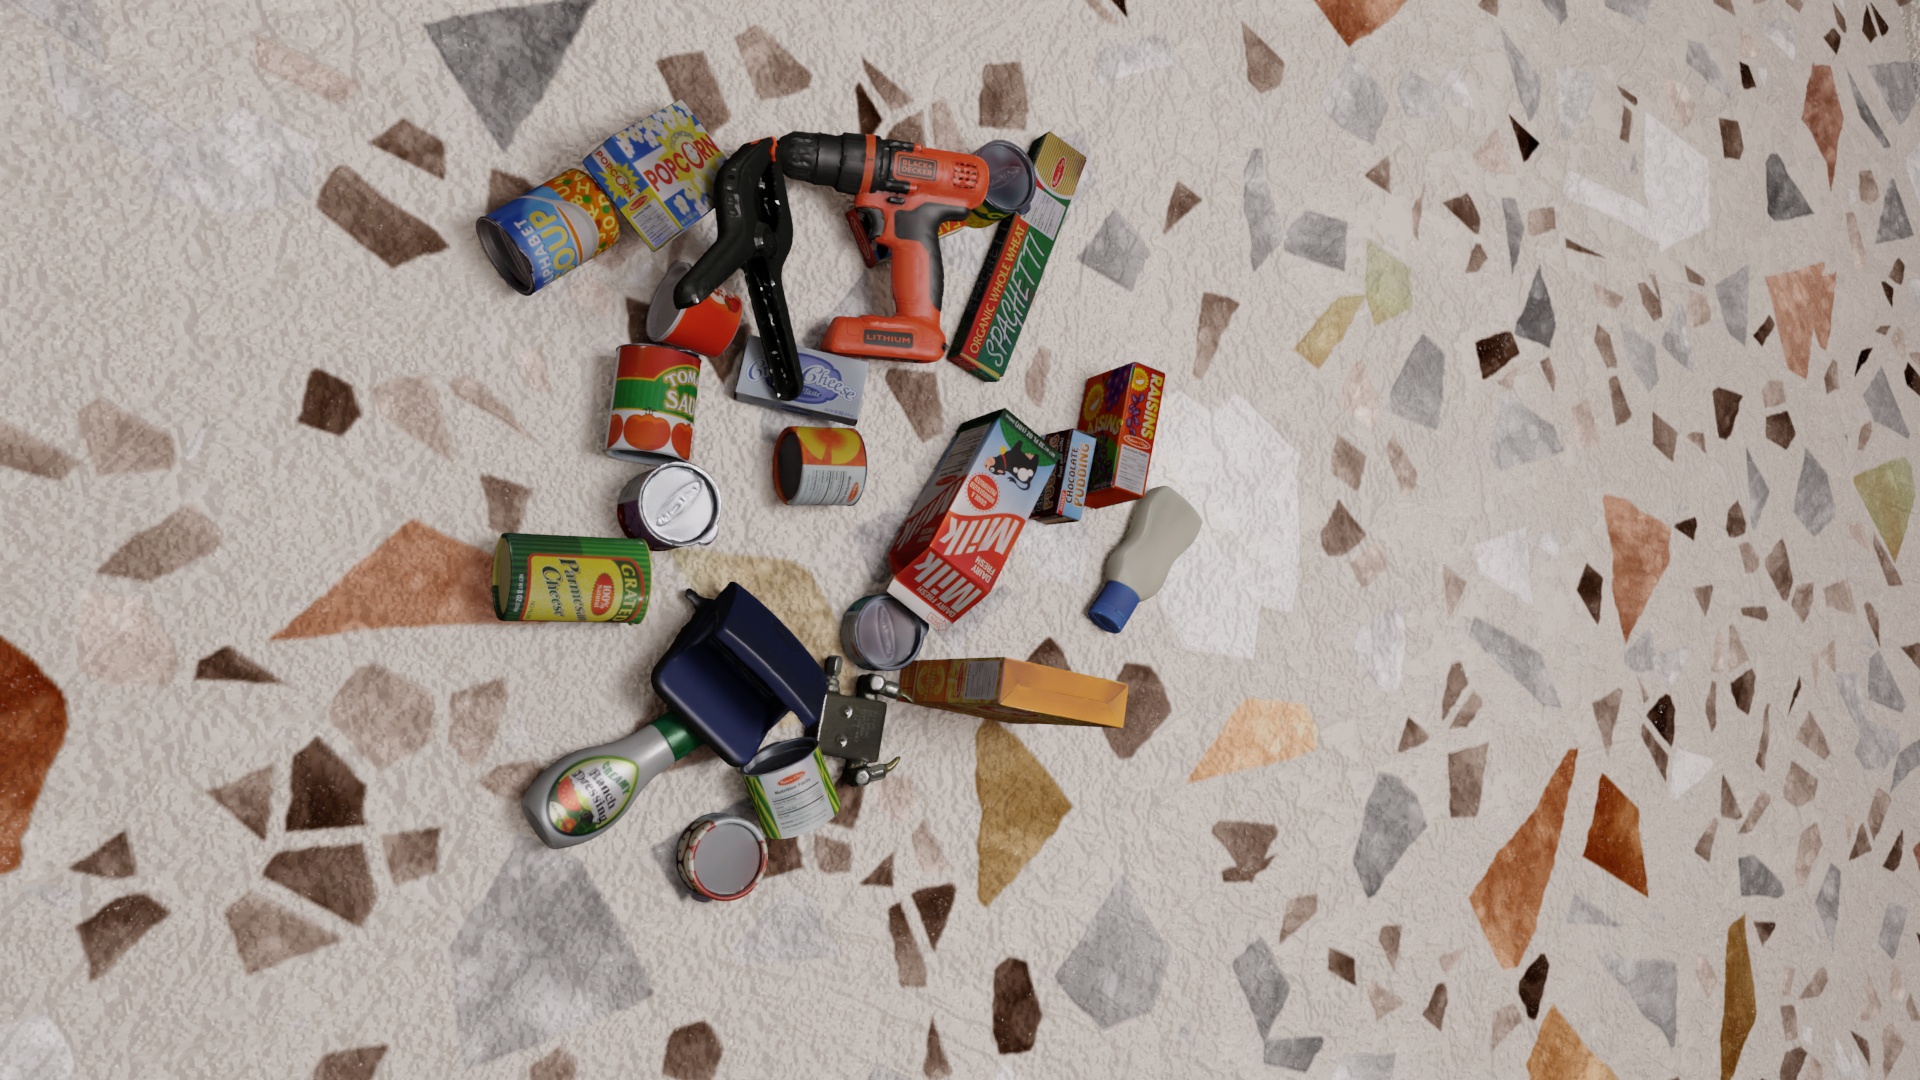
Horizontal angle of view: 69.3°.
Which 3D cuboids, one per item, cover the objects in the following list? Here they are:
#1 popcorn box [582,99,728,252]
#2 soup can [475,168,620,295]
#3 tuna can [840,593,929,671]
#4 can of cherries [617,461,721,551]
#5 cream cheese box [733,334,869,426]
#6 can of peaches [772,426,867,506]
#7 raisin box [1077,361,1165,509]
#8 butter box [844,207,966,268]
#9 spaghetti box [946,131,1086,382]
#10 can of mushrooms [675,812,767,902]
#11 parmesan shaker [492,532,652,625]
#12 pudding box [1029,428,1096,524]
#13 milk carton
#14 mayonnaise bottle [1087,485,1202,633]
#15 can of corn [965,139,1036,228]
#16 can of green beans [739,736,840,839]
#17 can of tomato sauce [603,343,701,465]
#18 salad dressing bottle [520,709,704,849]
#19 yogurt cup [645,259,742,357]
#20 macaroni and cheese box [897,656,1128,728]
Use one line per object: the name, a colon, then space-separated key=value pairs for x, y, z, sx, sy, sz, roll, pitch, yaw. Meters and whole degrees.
popcorn box: x=-0.230 y=-0.287 z=1.088 sx=0.085 sy=0.038 sz=0.127 roll=52 pitch=29 yaw=-15
soup can: x=-0.309 y=-0.234 z=1.052 sx=0.084 sy=0.071 sz=0.071 roll=-40 pitch=105 yaw=-27
tuna can: x=-0.065 y=0.078 z=1.185 sx=0.071 sy=0.033 sz=0.071 roll=3 pitch=84 yaw=-30
can of cherries: x=-0.227 y=-0.023 z=1.086 sx=0.071 sy=0.058 sz=0.071 roll=4 pitch=82 yaw=-31
cream cheese box: x=-0.132 y=-0.133 z=1.154 sx=0.104 sy=0.024 sz=0.053 roll=12 pitch=78 yaw=-8
can of peaches: x=-0.118 y=-0.063 z=1.151 sx=0.058 sy=0.071 sz=0.071 roll=-1 pitch=86 yaw=-30
raisin box: x=0.143 y=-0.097 z=1.295 sx=0.040 sy=0.086 sz=0.123 roll=18 pitch=76 yaw=-23
butter box: x=-0.048 y=-0.285 z=1.238 sx=0.104 sy=0.024 sz=0.053 roll=-29 pitch=100 yaw=-29
spaghetti box: x=0.053 y=-0.264 z=1.293 sx=0.050 sy=0.028 sz=0.251 roll=29 pitch=71 yaw=-25
can of mushrooms: x=-0.188 y=0.252 z=1.094 sx=0.071 sy=0.033 sz=0.071 roll=3 pitch=83 yaw=-31
parmesan shaker: x=-0.291 y=0.032 z=1.039 sx=0.103 sy=0.071 sz=0.071 roll=3 pitch=84 yaw=-30
pudding box: x=0.093 y=-0.059 z=1.283 sx=0.030 sy=0.049 sz=0.084 roll=19 pitch=76 yaw=-29
milk carton: x=0.004 y=-0.015 z=1.207 sx=0.072 sy=0.073 sz=0.191 roll=39 pitch=64 yaw=-22
mayonnaise bottle: x=0.173 y=0.020 z=1.327 sx=0.064 sy=0.041 sz=0.148 roll=43 pitch=67 yaw=-18
can of corn: x=0.027 y=-0.322 z=1.266 sx=0.071 sy=0.058 sz=0.071 roll=3 pitch=83 yaw=-30
can of green beans: x=-0.135 y=0.197 z=1.110 sx=0.071 sy=0.071 sz=0.057 roll=-25 pitch=104 yaw=-30
can of tomato sauce: x=-0.238 y=-0.105 z=1.081 sx=0.071 sy=0.071 sz=0.083 roll=10 pitch=81 yaw=-29
salad dressing bottle: x=-0.258 y=0.174 z=1.055 sx=0.148 sy=0.044 sz=0.064 roll=-33 pitch=101 yaw=-30
yogurt cup: x=-0.211 y=-0.181 z=1.109 sx=0.054 sy=0.072 sz=0.072 roll=23 pitch=74 yaw=-35
macaroni and cheese box: x=0.041 y=0.127 z=1.165 sx=0.124 sy=0.166 sz=0.040 roll=15 pitch=78 yaw=-29
